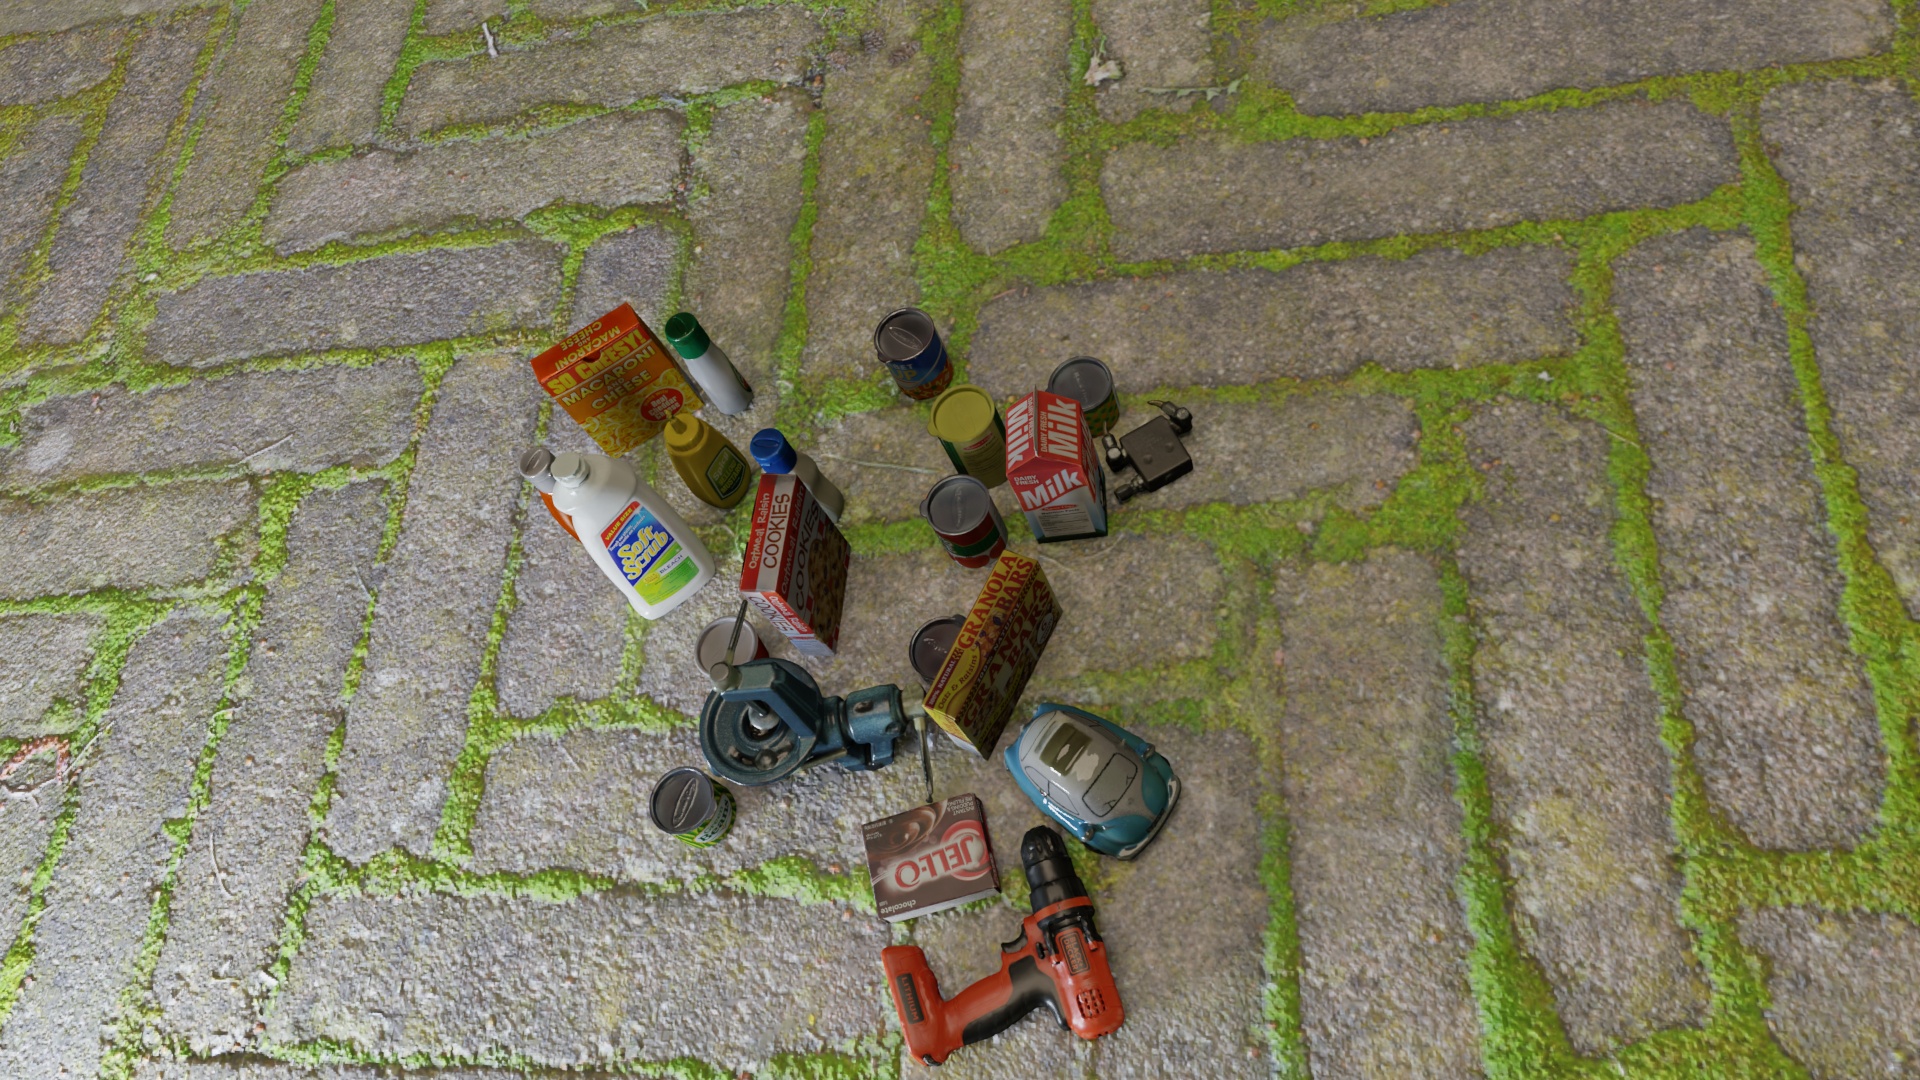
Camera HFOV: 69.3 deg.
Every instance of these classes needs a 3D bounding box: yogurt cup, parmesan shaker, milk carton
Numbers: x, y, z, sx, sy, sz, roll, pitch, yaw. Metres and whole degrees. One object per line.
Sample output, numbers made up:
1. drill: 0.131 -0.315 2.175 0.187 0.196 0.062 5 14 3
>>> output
1. yogurt cup: -0.227 0.116 1.397 0.072 0.053 0.072 -6 63 13
2. parmesan shaker: 0.012 -0.103 1.410 0.071 0.102 0.071 -7 63 13
3. milk carton: 0.089 -0.072 1.322 0.073 0.190 0.072 -6 63 13

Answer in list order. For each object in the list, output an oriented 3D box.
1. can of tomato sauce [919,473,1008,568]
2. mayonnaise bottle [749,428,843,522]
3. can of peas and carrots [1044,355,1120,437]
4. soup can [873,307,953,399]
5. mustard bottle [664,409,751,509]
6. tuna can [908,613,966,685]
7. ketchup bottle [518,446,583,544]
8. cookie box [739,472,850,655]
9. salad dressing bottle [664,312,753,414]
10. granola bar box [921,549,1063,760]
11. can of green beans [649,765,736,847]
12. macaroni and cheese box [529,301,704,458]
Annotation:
1. can of tomato sauce: 0.005 -0.017 1.381 0.071 0.083 0.071 -6 63 13
2. mayonnaise bottle: -0.170 -0.064 1.417 0.065 0.147 0.041 3 66 18
3. can of peas and carrots: 0.125 -0.145 1.424 0.071 0.058 0.071 -6 63 13
4. soup can: -0.051 -0.197 1.486 0.071 0.083 0.071 -6 63 13
5. mustard bottle: -0.272 -0.091 1.452 0.049 0.159 0.065 23 73 25
6. tuna can: -0.013 0.108 1.352 0.071 0.032 0.071 -6 63 13
7. ketchup bottle: -0.415 -0.049 1.479 0.043 0.148 0.065 19 71 23
8. cookie box: -0.159 0.026 1.357 0.040 0.167 0.123 -1 64 16
9. salad dressing bottle: -0.274 -0.192 1.510 0.044 0.147 0.064 -37 61 -3
10. granola bar box: 0.032 0.107 1.287 0.039 0.124 0.166 21 72 24
11. can of green beans: -0.256 0.257 1.333 0.071 0.057 0.071 -6 63 13
12. macaroni and cheese box: -0.370 -0.171 1.516 0.124 0.166 0.040 -32 60 -1
